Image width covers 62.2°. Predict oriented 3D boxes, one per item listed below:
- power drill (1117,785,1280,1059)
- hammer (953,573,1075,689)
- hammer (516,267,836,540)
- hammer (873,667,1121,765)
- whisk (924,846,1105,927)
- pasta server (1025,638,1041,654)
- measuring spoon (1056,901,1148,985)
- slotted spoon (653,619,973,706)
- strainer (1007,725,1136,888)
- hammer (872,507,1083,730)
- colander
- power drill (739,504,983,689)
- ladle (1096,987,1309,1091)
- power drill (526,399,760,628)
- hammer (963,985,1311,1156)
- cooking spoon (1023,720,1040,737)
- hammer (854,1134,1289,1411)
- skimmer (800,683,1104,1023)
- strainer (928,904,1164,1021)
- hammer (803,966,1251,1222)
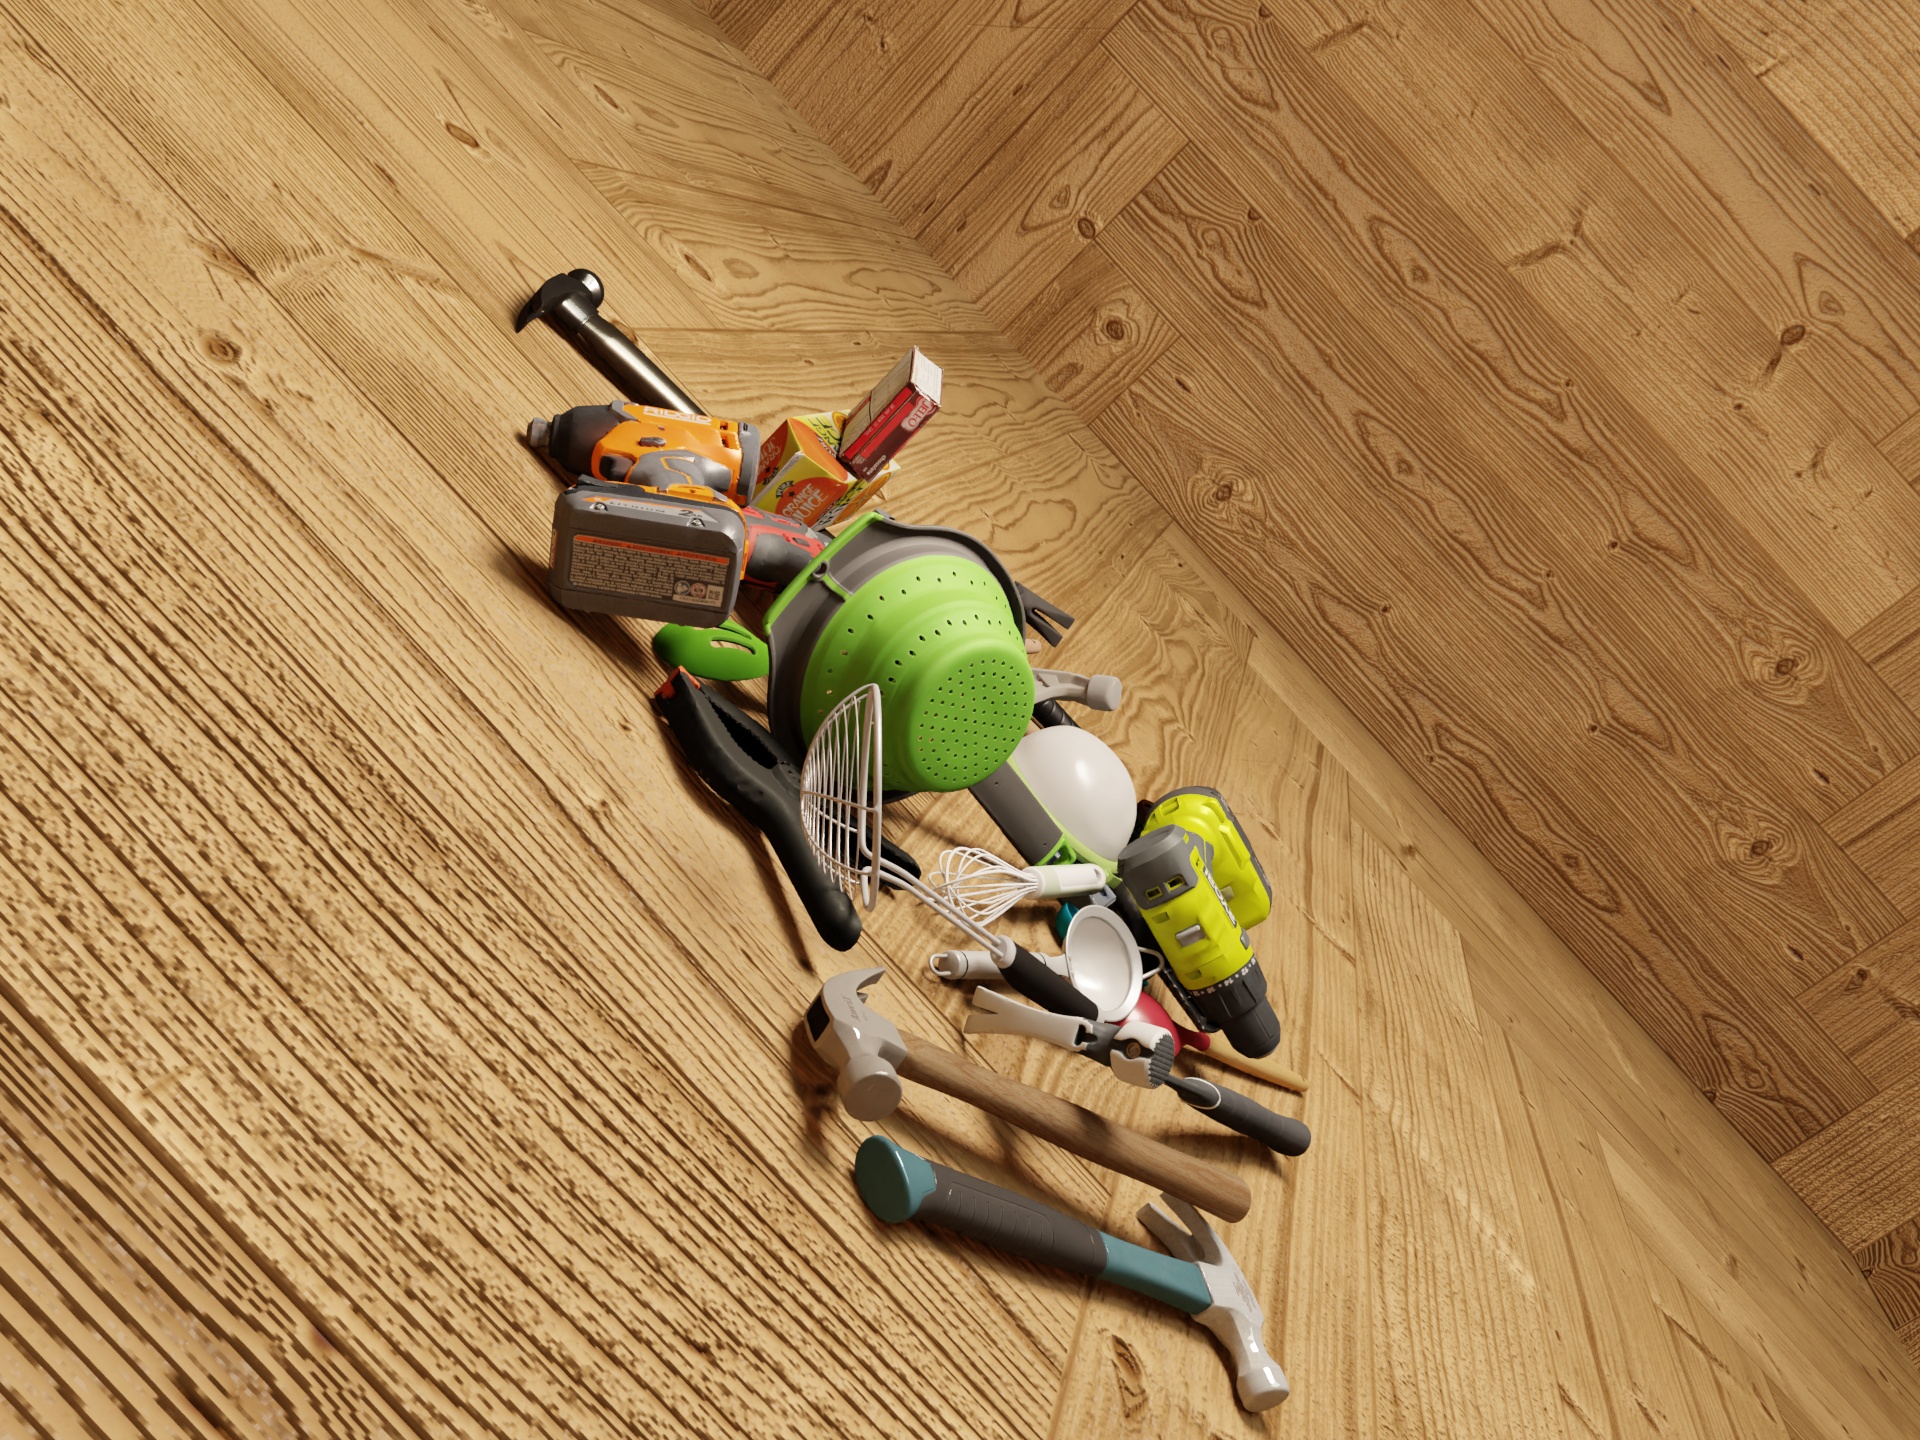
[{"bbox_3d":[0.204,0.157,1.299,0.190,0.080,0.228,60,16,-6],"label":"power drill"},{"bbox_3d":[0.038,-0.073,1.358,0.127,0.034,0.337,34,16,-7],"label":"hammer"},{"bbox_3d":[-0.200,-0.221,1.360,0.410,0.038,0.146,43,20,-14],"label":"hammer"},{"bbox_3d":[-0.002,-0.004,1.297,0.149,0.036,0.359,7,13,27],"label":"hammer"},{"bbox_3d":[0.049,0.120,1.174,0.246,0.059,0.058,6,61,-60],"label":"whisk"},{"bbox_3d":[-0.014,-0.059,1.379,0.060,0.040,0.316,53,26,17],"label":"pasta server"},{"bbox_3d":[0.111,0.186,1.264,0.128,0.021,0.042,44,14,-40],"label":"measuring spoon"},{"bbox_3d":[-0.074,-0.029,1.143,0.313,0.031,0.070,13,31,-37],"label":"slotted spoon"},{"bbox_3d":[0.117,0.045,1.403,0.151,0.069,0.256,47,17,1],"label":"strainer"},{"bbox_3d":[0.021,-0.075,1.530,0.334,0.035,0.146,46,6,-16],"label":"hammer"},{"bbox_3d":[0.017,0.026,1.115,0.095,0.204,0.396,36,-11,43],"label":"colander"},{"bbox_3d":[-0.078,-0.099,1.212,0.227,0.080,0.187,27,10,32],"label":"power drill"},{"bbox_3d":[0.209,0.268,1.292,0.315,0.031,0.069,30,26,-46],"label":"ladle"},{"bbox_3d":[-0.219,-0.152,1.071,0.164,0.084,0.227,8,29,-11],"label":"power drill"},{"bbox_3d":[0.152,0.255,1.103,0.149,0.036,0.408,8,-17,36],"label":"hammer"},{"bbox_3d":[0.115,0.061,1.511,0.318,0.017,0.069,45,17,-9],"label":"cooking spoon"},{"bbox_3d":[0.067,0.299,0.901,0.330,0.033,0.128,33,24,-37],"label":"hammer"},{"bbox_3d":[0.018,0.110,0.985,0.362,0.090,0.127,42,32,-42],"label":"skimmer"},{"bbox_3d":[0.058,0.173,1.126,0.258,0.050,0.087,12,65,-51],"label":"strainer"},{"bbox_3d":[0.048,0.229,0.925,0.331,0.031,0.130,30,11,-29],"label":"hammer"}]
